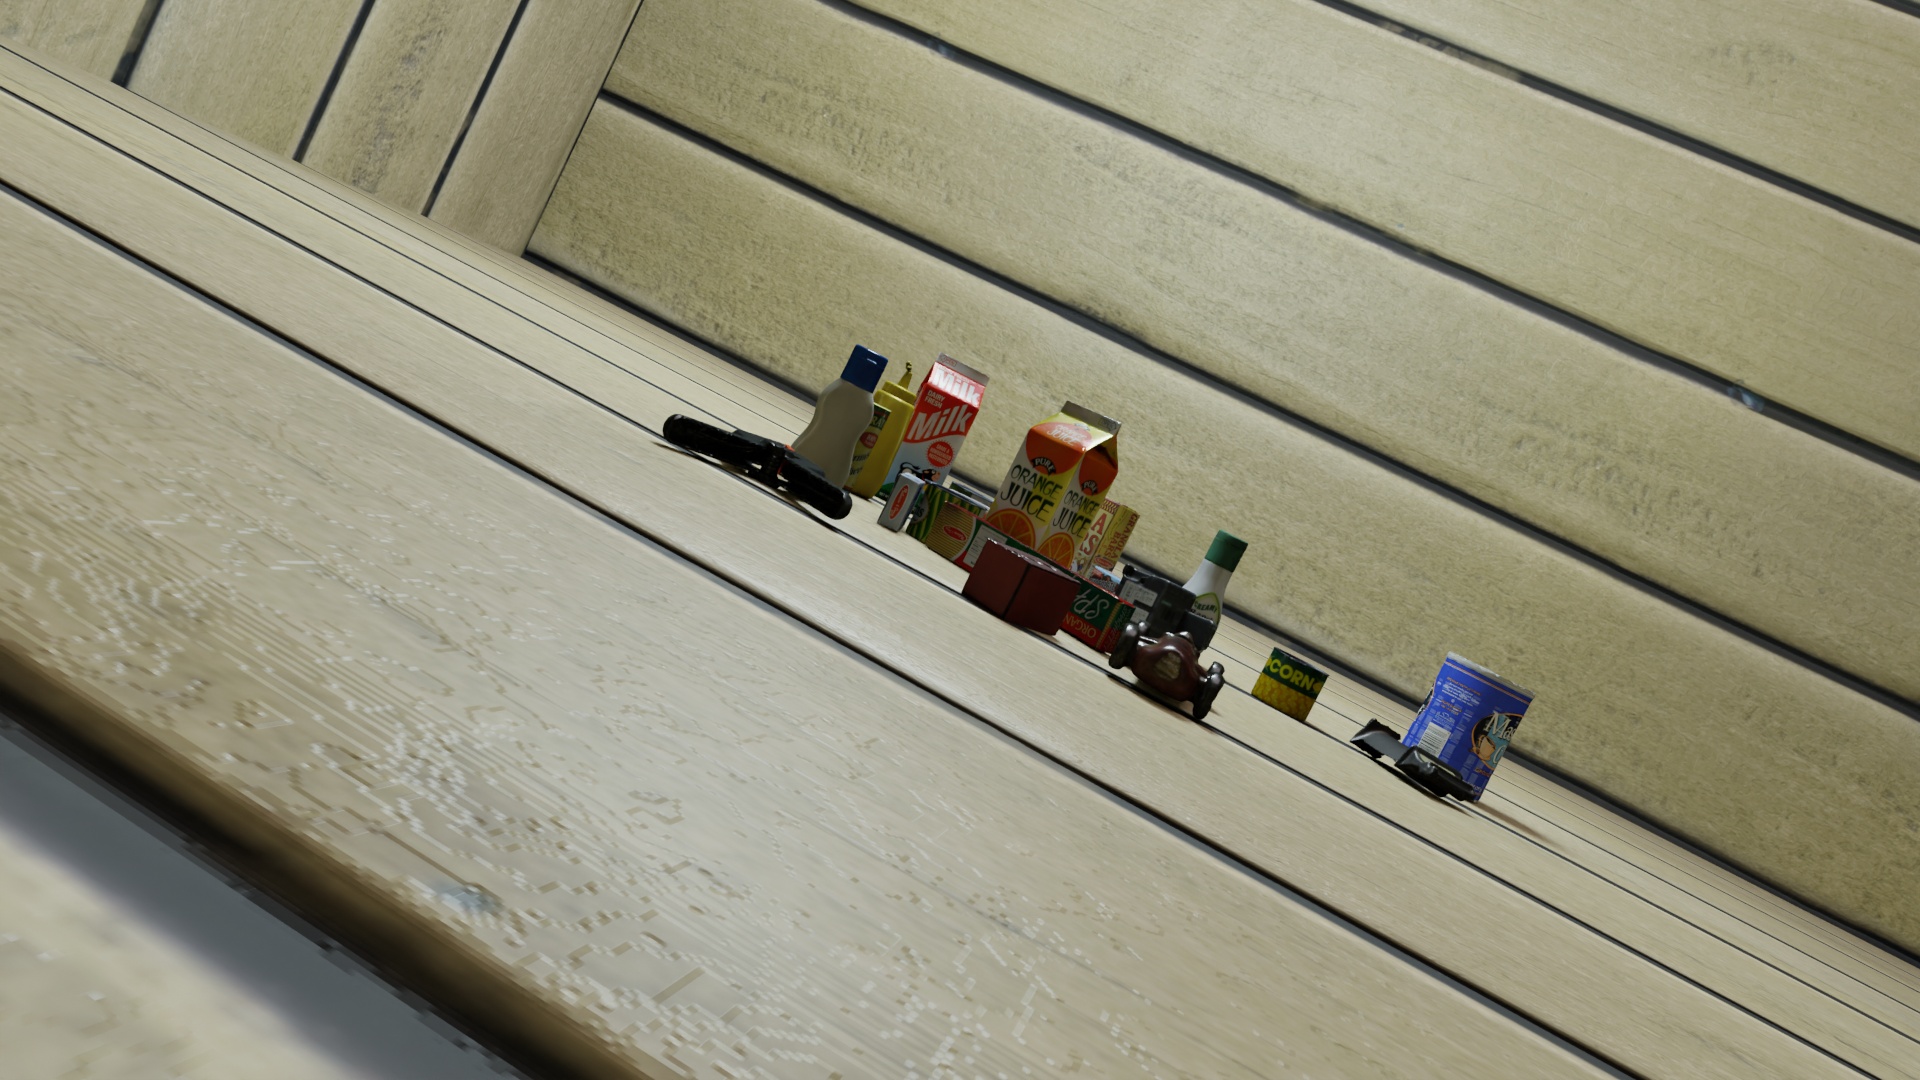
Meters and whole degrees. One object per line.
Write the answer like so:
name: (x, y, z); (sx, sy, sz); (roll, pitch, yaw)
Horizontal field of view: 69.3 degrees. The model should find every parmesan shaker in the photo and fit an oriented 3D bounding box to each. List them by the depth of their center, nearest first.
parmesan shaker: (-0.122, -0.102, 1.433); (0.071, 0.103, 0.071); (26, 4, -2)

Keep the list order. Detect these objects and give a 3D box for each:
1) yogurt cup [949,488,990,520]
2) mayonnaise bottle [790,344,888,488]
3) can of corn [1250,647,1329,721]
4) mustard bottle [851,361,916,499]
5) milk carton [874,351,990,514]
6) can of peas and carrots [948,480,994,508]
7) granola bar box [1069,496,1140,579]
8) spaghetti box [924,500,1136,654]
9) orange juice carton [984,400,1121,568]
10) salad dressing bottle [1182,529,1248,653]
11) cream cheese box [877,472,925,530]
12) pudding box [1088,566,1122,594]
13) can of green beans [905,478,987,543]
yogurt cup: (0.005, -0.019, 1.541); (0.072, 0.054, 0.072); (26, 4, -2)
mayonnaise bottle: (-0.119, -0.120, 1.373); (0.065, 0.148, 0.041); (25, 4, -18)
can of corn: (0.358, 0.156, 1.511); (0.071, 0.058, 0.071); (26, 4, -2)
mustard bottle: (-0.087, -0.127, 1.559); (0.049, 0.160, 0.065); (25, 4, -26)
milk carton: (-0.036, -0.129, 1.689); (0.072, 0.190, 0.073); (26, 4, -10)
can of peas and carrots: (0.006, -0.032, 1.661); (0.071, 0.058, 0.071); (26, 4, -2)
granola bar box: (0.130, -0.008, 1.679); (0.039, 0.124, 0.166); (24, 5, -35)
spaghetti box: (0.059, 0.031, 1.282); (0.028, 0.050, 0.250); (23, 6, -46)
orange juice carton: (0.088, -0.041, 1.366); (0.072, 0.192, 0.073); (29, 4, 36)
salad dressing bottle: (0.271, 0.060, 1.548); (0.064, 0.147, 0.044); (25, 4, -18)
cream cheese box: (-0.059, -0.040, 1.398); (0.024, 0.053, 0.104); (27, 4, 0)
pudding box: (0.166, 0.063, 1.538); (0.030, 0.049, 0.084); (25, 4, -21)
can of green beans: (-0.015, -0.021, 1.409); (0.071, 0.057, 0.071); (26, 4, -2)
